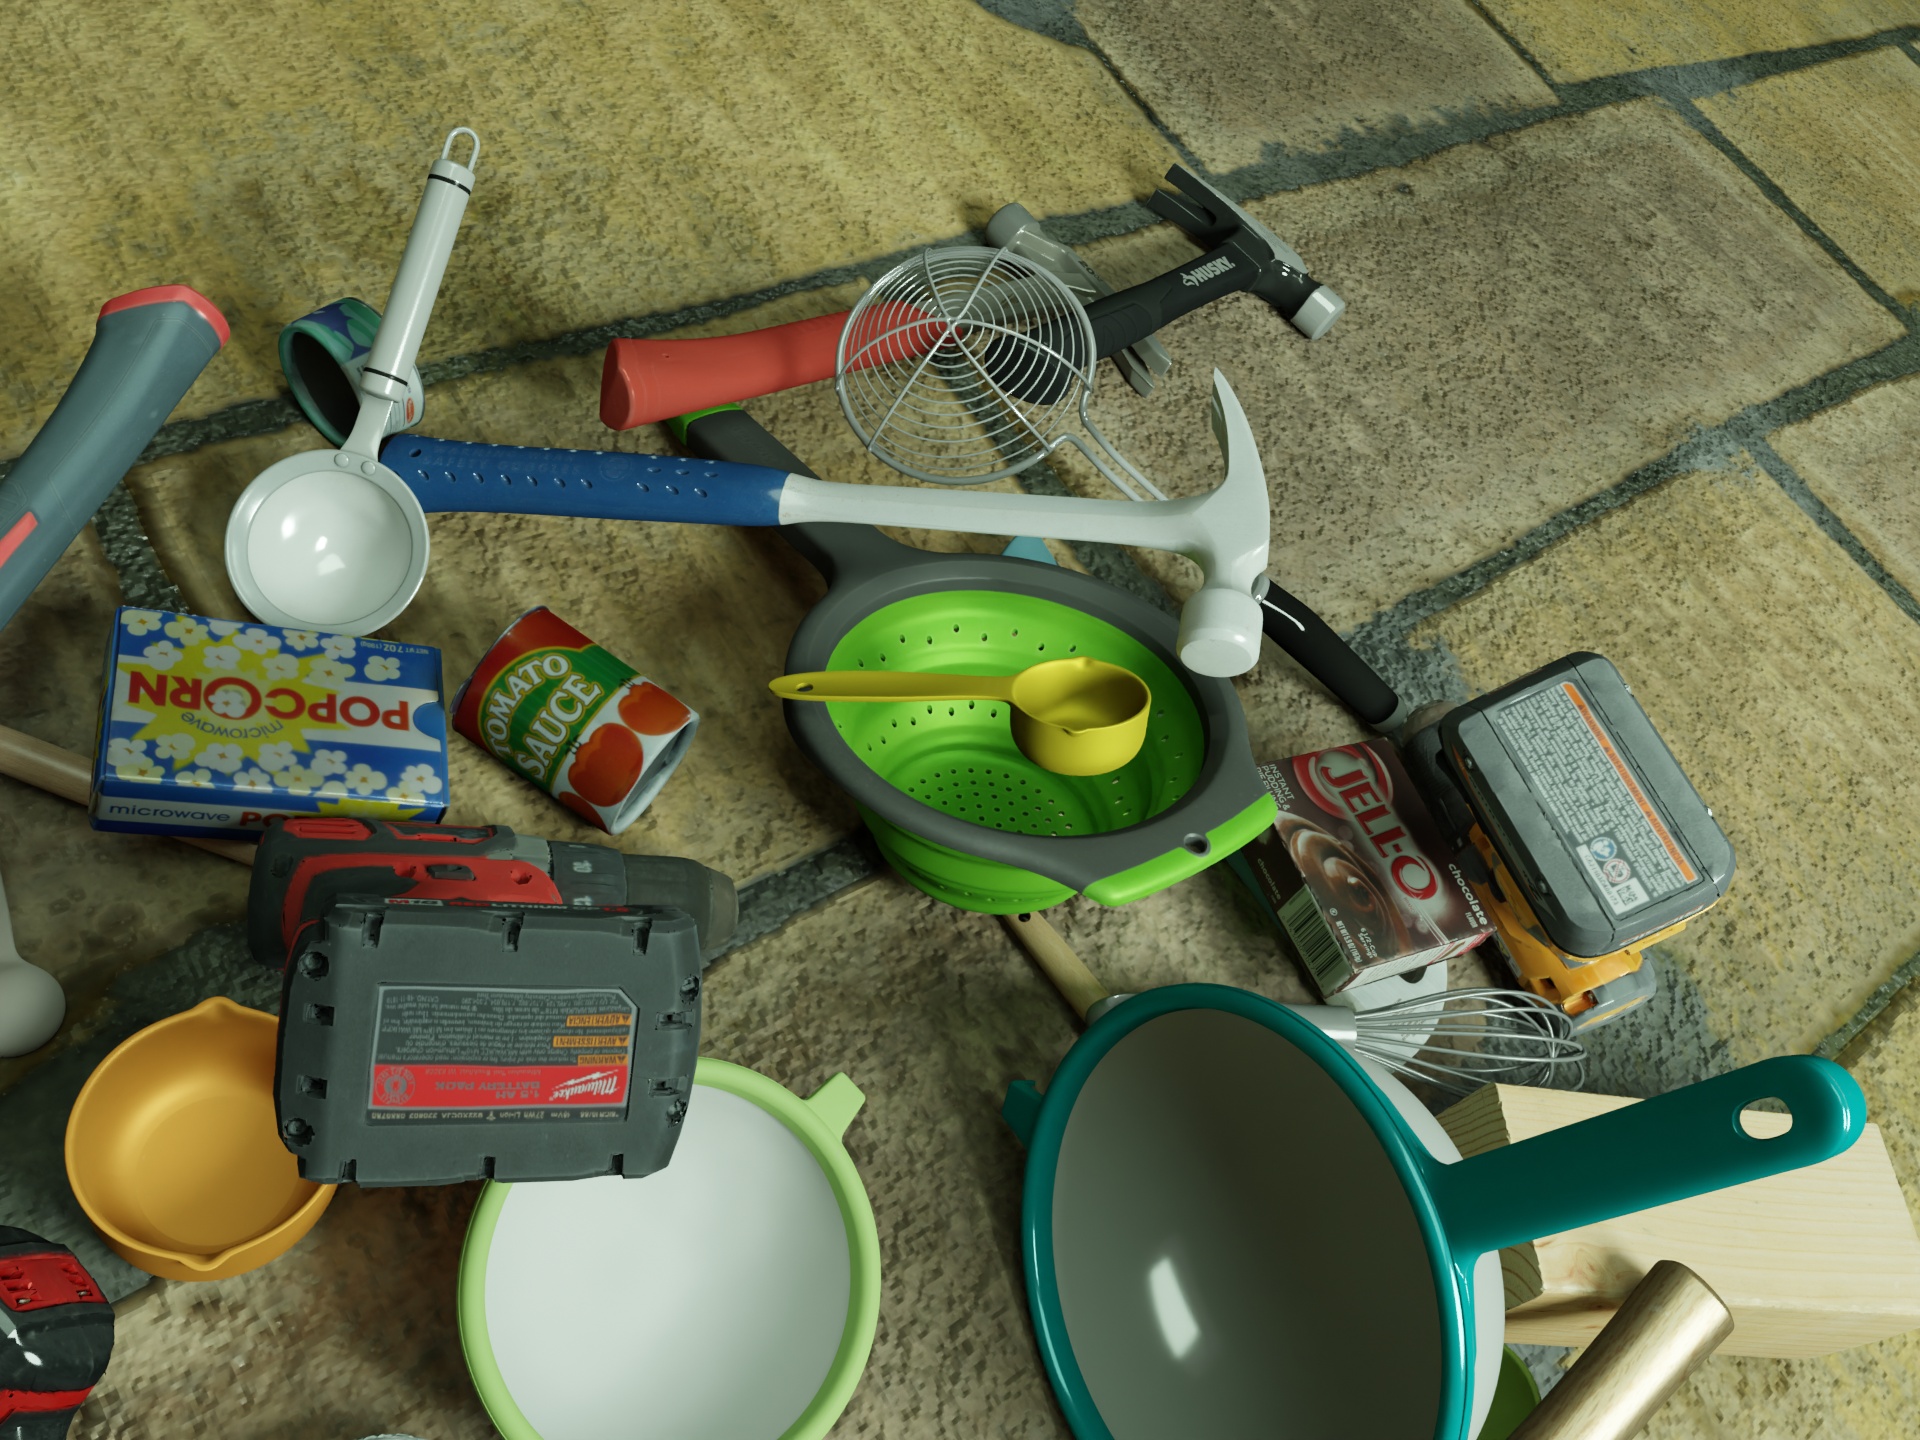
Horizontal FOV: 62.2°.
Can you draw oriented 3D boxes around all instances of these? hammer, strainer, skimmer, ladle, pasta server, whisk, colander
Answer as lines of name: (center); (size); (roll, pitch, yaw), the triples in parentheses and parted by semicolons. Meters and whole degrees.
hammer: (0.112, -0.252, 0.947); (0.146, 0.035, 0.335); (45, 42, 8)
strainer: (0.160, 0.174, 0.552); (0.095, 0.340, 0.211); (4, 61, -39)
strainer: (-0.104, 0.251, 0.556); (0.151, 0.069, 0.256); (4, 70, -28)
skimmer: (0.096, -0.104, 0.830); (0.363, 0.090, 0.127); (37, 80, -26)
strainer: (-0.257, -0.140, 0.706); (0.087, 0.050, 0.258); (18, 89, -5)
ladle: (0.120, 0.194, 0.684); (0.078, 0.062, 0.320); (-36, 72, -14)
pasta server: (-0.399, -0.001, 0.615); (0.316, 0.040, 0.060); (23, 64, -8)
hammer: (-0.038, -0.205, 0.870); (0.359, 0.036, 0.149); (-26, 70, -41)
hammer: (0.119, 0.033, 0.803); (0.128, 0.033, 0.331); (-27, 71, -32)
hammer: (-0.066, -0.103, 0.713); (0.405, 0.035, 0.144); (5, 60, 11)
whisk: (0.170, 0.141, 0.705); (0.239, 0.055, 0.055); (6, 56, -12)
colander: (-0.032, -0.028, 0.761); (0.204, 0.094, 0.397); (-22, 51, -34)
hammer: (-0.376, -0.009, 0.586); (0.143, 0.038, 0.386); (25, 63, -4)
hammer: (0.169, 0.323, 0.576); (0.331, 0.031, 0.130); (-38, 80, -18)

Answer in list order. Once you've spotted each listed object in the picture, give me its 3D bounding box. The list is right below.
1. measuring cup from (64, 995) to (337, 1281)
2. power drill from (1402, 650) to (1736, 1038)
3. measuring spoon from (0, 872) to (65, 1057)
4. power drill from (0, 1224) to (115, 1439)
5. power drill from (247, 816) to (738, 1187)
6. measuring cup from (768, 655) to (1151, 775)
measuring cup: (-0.224, 0.152, 0.576); (0.173, 0.052, 0.095); (1, 58, -23)
power drill: (0.269, 0.045, 0.751); (0.084, 0.226, 0.185); (-26, 66, 4)
measuring spoon: (-0.362, 0.063, 0.583); (0.034, 0.018, 0.124); (-19, 79, -27)
power drill: (-0.270, 0.271, 0.447); (0.143, 0.078, 0.220); (-43, 74, -7)
power drill: (-0.151, 0.083, 0.562); (0.187, 0.227, 0.080); (5, 95, -23)
measuring cup: (-0.001, -0.002, 0.652); (0.156, 0.029, 0.062); (2, 31, 7)
